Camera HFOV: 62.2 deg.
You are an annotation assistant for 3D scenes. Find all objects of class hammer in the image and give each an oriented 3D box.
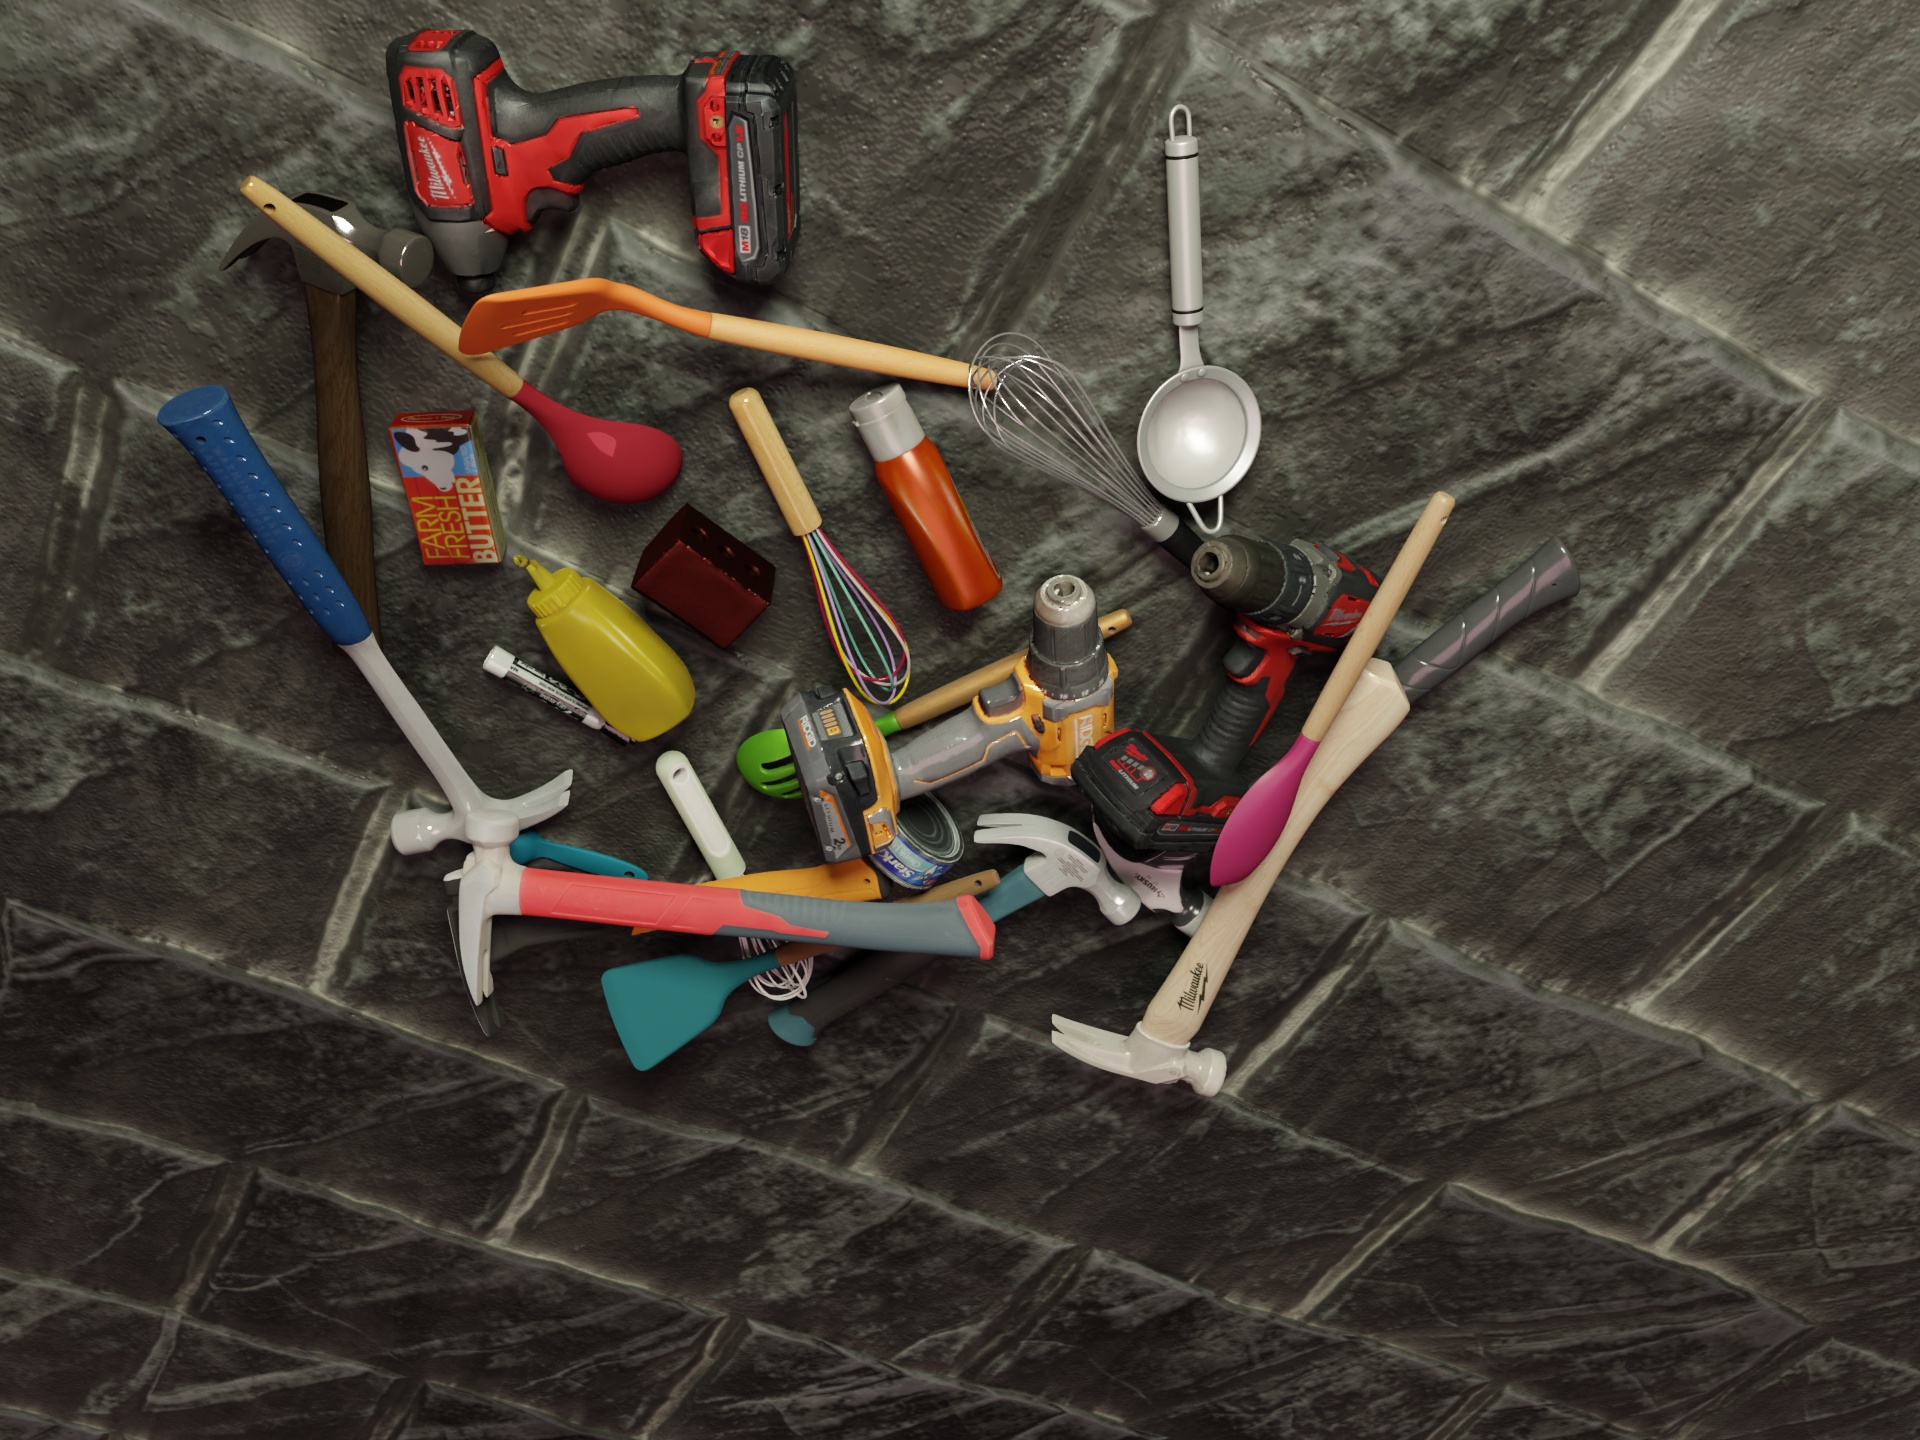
[{"bbox_3d":[-0.393,-0.172,1.004,0.130,0.031,0.331,23,131,10],"label":"hammer"},{"bbox_3d":[-0.025,0.177,1.258,0.331,0.033,0.128,-34,110,27],"label":"hammer"},{"bbox_3d":[0.206,0.122,1.188,0.146,0.038,0.410,18,122,-9],"label":"hammer"},{"bbox_3d":[-0.169,0.153,1.147,0.386,0.038,0.143,6,102,4],"label":"hammer"},{"bbox_3d":[0.269,0.007,1.152,0.149,0.036,0.409,38,117,-23],"label":"hammer"},{"bbox_3d":[-0.394,-0.050,1.062,0.144,0.035,0.405,-11,136,6],"label":"hammer"},{"bbox_3d":[-0.215,0.149,1.188,0.337,0.034,0.127,-10,96,7],"label":"hammer"}]

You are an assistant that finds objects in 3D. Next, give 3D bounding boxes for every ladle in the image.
[{"bbox_3d":[-0.279,-0.211,0.928,0.069,0.031,0.315,-32,140,20],"label":"ladle"}]

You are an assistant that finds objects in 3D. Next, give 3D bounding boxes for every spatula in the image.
[{"bbox_3d":[-0.117,0.174,1.202,0.317,0.044,0.082,-22,87,14],"label":"spatula"},{"bbox_3d":[-0.125,-0.219,0.936,0.322,0.041,0.081,5,168,-24],"label":"spatula"}]

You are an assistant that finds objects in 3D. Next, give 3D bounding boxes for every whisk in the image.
[{"bbox_3d":[-0.091,-0.113,1.064,0.047,0.051,0.244,-29,119,-6],"label":"whisk"},{"bbox_3d":[-0.173,0.123,1.227,0.058,0.059,0.246,-36,122,-22],"label":"whisk"},{"bbox_3d":[0.107,-0.145,1.024,0.070,0.070,0.284,-38,124,24],"label":"whisk"}]

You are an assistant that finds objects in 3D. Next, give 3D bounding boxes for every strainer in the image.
[{"bbox_3d":[0.139,-0.240,0.970,0.087,0.050,0.258,-16,121,-15],"label":"strainer"}]

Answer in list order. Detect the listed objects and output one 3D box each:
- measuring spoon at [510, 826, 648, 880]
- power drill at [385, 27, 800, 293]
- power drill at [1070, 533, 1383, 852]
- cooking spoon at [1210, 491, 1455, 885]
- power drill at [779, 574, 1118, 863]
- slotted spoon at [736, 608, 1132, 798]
[{"bbox_3d":[-0.305,0.110,1.229,0.128,0.021,0.042,17,124,-11],"label":"measuring spoon"},{"bbox_3d":[-0.205,-0.309,0.898,0.219,0.079,0.143,3,126,1],"label":"power drill"},{"bbox_3d":[0.169,-0.023,1.047,0.187,0.080,0.226,8,123,-48],"label":"power drill"},{"bbox_3d":[0.245,-0.010,1.056,0.068,0.017,0.318,-4,128,-40],"label":"cooking spoon"},{"bbox_3d":[-0.002,-0.003,1.068,0.226,0.084,0.185,-18,144,-8],"label":"power drill"},{"bbox_3d":[-0.022,-0.012,1.141,0.314,0.031,0.070,-24,128,14],"label":"slotted spoon"}]
